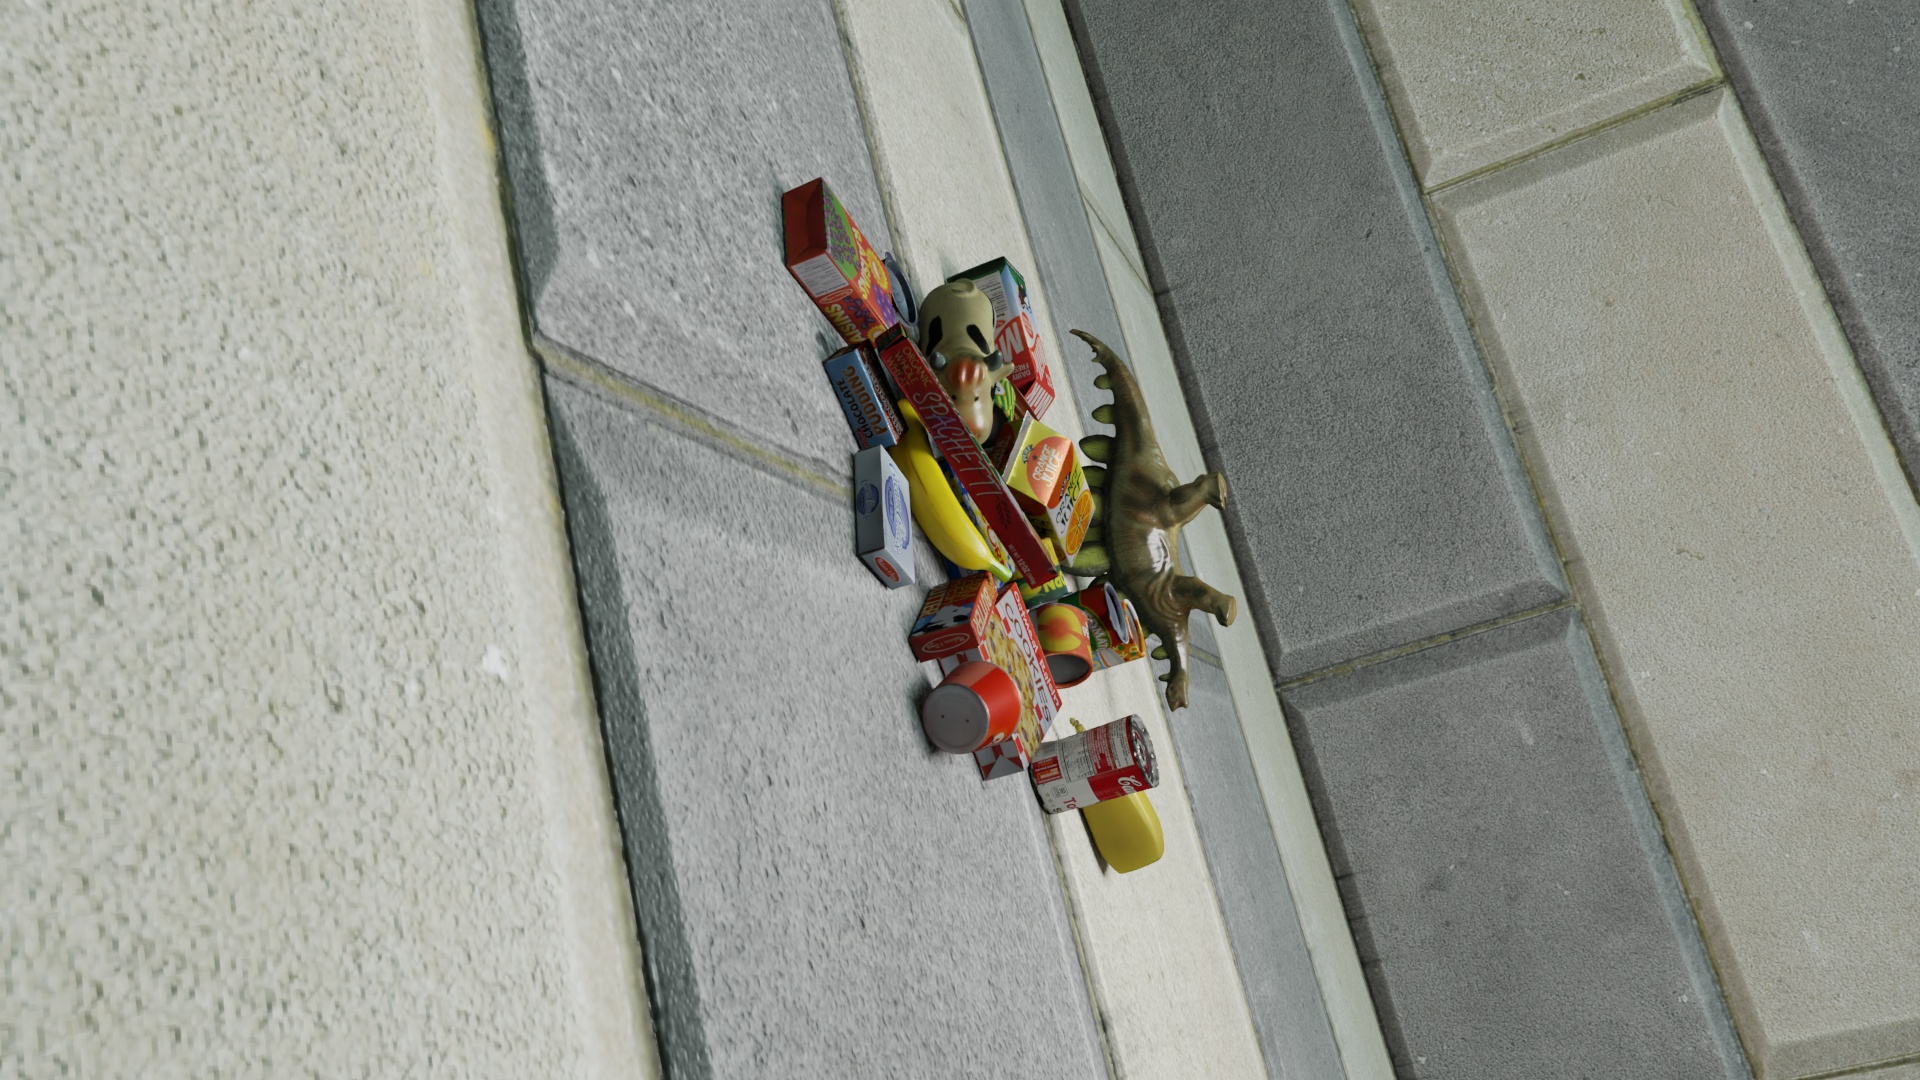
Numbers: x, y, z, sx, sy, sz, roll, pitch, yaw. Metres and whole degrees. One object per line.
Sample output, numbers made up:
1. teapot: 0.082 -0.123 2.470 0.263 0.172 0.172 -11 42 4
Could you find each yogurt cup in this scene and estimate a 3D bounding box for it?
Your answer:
1. yogurt cup: 0.006 0.128 1.047 0.054 0.072 0.072 -16 87 -66

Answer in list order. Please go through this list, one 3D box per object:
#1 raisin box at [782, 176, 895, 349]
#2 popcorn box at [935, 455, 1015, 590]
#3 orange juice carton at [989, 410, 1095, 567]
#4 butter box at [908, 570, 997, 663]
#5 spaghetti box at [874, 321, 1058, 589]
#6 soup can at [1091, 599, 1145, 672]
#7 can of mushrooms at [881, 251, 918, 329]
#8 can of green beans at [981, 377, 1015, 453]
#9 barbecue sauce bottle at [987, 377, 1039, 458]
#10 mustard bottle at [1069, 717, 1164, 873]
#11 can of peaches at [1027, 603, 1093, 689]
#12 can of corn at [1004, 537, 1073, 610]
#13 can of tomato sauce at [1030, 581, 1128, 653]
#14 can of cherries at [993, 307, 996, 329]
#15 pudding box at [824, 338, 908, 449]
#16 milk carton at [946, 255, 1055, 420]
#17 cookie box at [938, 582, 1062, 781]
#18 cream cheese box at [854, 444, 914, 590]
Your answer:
1. raisin box: -0.098 -0.224 1.140 0.123 0.040 0.086 50 25 -51
2. popcorn box: 0.004 -0.016 1.238 0.085 0.038 0.126 -38 109 -72
3. orange juice carton: 0.071 -0.049 1.334 0.192 0.073 0.072 60 49 -62
4. butter box: -0.004 0.059 1.105 0.104 0.053 0.024 -65 136 -66
5. spaghetti box: 0.006 -0.068 1.152 0.249 0.028 0.050 56 6 -21
6. soup can: 0.147 0.107 1.477 0.071 0.083 0.071 -19 91 -73
7. can of mushrooms: -0.067 -0.220 1.243 0.071 0.033 0.071 -20 91 -73
8. can of green beans: 0.019 -0.126 1.357 0.058 0.071 0.071 -82 149 -56
9. barbecue sauce bottle: 0.038 -0.139 1.444 0.044 0.064 0.148 -18 80 -62
10. mustard bottle: 0.145 0.243 1.360 0.160 0.065 0.049 66 15 -2
11. can of peaches: 0.095 0.103 1.339 0.071 0.071 0.058 54 25 -45
12. can of corn: 0.066 0.034 1.321 0.071 0.071 0.058 -14 84 -73
13. can of tomato sauce: 0.121 0.086 1.416 0.071 0.083 0.071 -20 91 -73
14. can of cherries: -0.001 -0.218 1.393 0.058 0.071 0.071 -70 138 -74
15. pudding box: -0.075 -0.115 1.110 0.050 0.030 0.083 -59 127 -68
16. milk carton: 0.049 -0.205 1.524 0.072 0.073 0.191 29 45 -66
17. cookie box: 0.035 0.116 1.189 0.168 0.040 0.122 -40 110 -71
18. cream cheese box: -0.058 -0.018 1.067 0.053 0.024 0.104 54 24 -48
